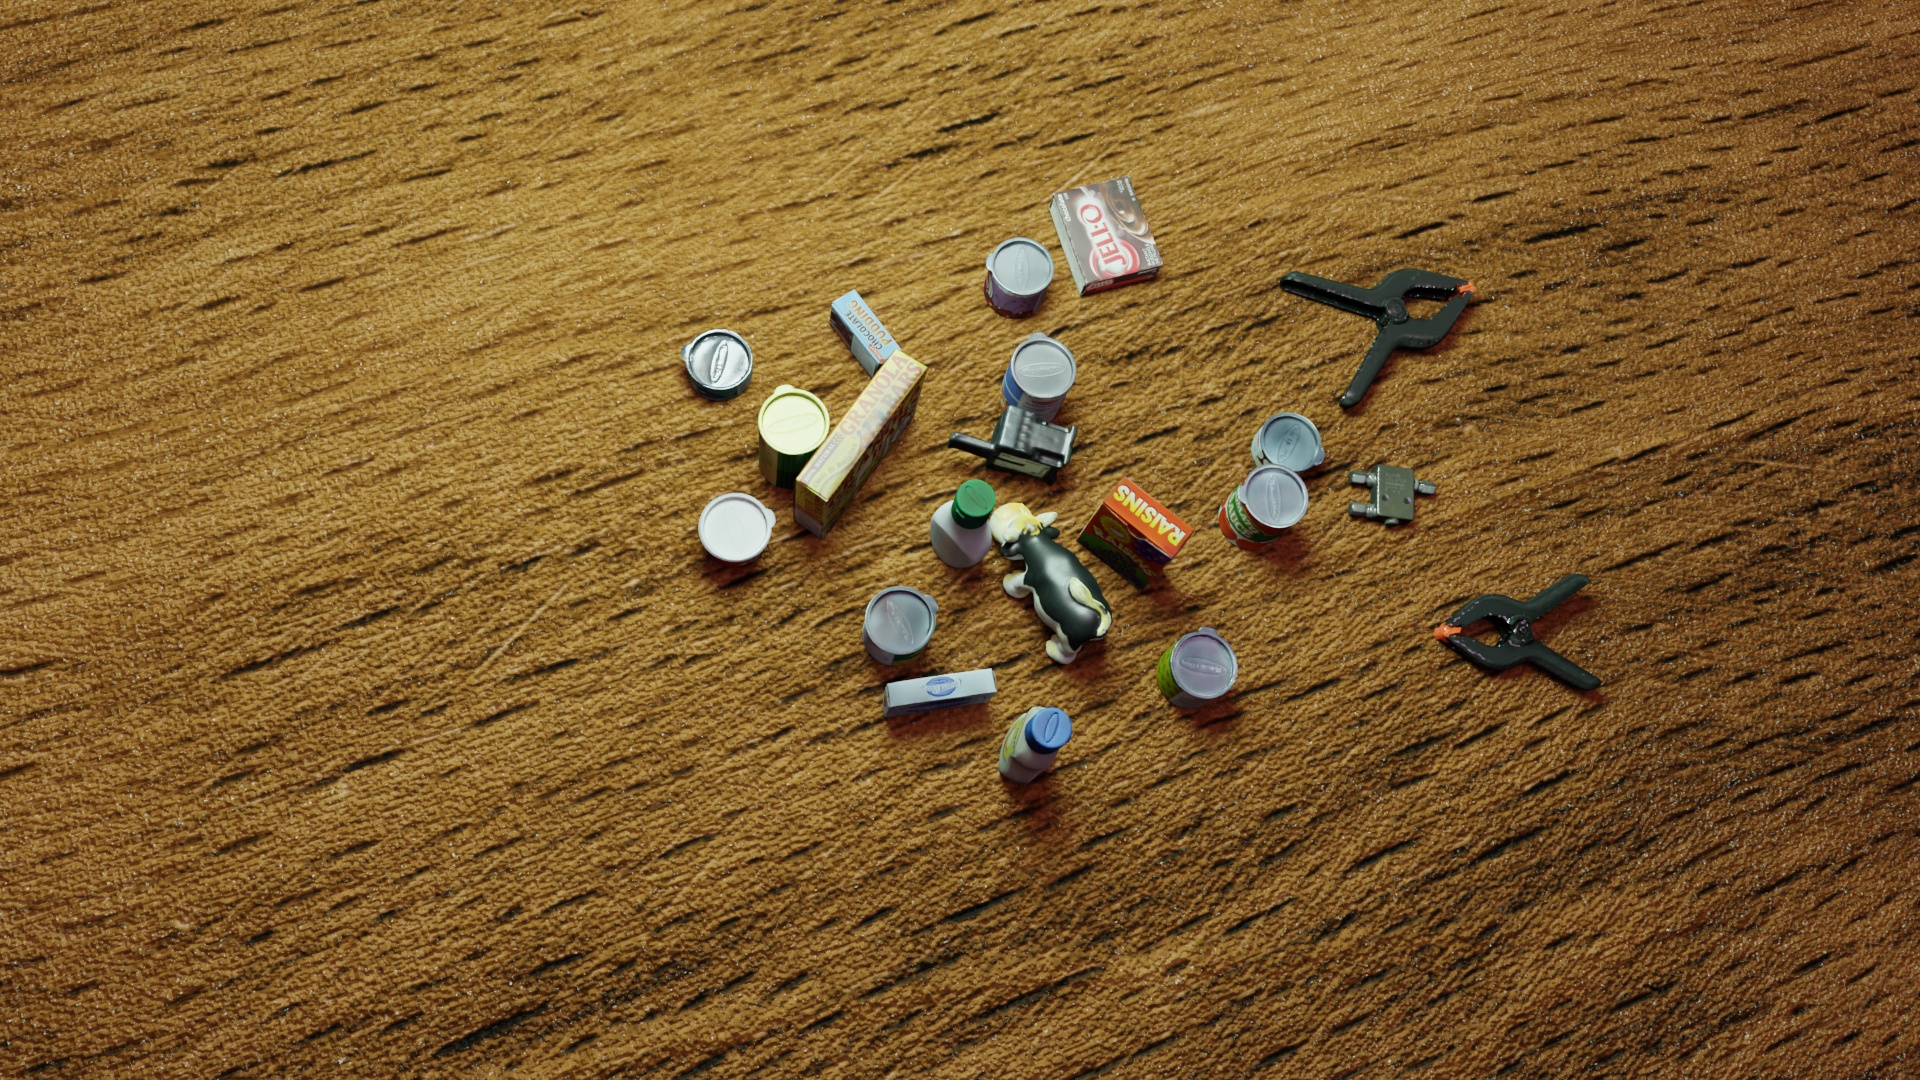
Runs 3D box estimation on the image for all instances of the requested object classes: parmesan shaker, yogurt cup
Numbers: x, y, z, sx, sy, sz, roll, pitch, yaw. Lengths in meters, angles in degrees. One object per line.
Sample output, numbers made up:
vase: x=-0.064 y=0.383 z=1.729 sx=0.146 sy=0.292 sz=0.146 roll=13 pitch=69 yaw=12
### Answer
parmesan shaker: x=-0.163 y=-0.099 z=1.342 sx=0.071 sy=0.102 sz=0.071 roll=2 pitch=73 yaw=-7
yogurt cup: x=-0.215 y=-0.006 z=1.331 sx=0.072 sy=0.053 sz=0.072 roll=2 pitch=73 yaw=-7

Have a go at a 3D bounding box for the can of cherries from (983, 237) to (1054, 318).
can of cherries: x=0.058 y=-0.275 z=1.453 sx=0.071 sy=0.058 sz=0.071 roll=2 pitch=73 yaw=-7

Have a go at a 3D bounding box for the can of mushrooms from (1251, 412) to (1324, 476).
can of mushrooms: x=0.342 y=-0.096 z=1.450 sx=0.071 sy=0.033 sz=0.071 roll=2 pitch=72 yaw=-7

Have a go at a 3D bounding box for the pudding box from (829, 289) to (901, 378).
pudding box: x=-0.098 y=-0.208 z=1.414 sx=0.030 sy=0.049 sz=0.084 roll=-35 pitch=81 yaw=-16

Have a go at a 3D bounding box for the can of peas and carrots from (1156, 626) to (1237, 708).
can of peas and carrots: x=0.229 y=0.124 z=1.351 sx=0.071 sy=0.058 sz=0.071 roll=2 pitch=73 yaw=-7

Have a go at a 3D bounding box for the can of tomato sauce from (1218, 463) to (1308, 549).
can of tomato sauce: x=0.301 y=-0.032 z=1.398 sx=0.071 sy=0.083 sz=0.071 roll=2 pitch=73 yaw=-7

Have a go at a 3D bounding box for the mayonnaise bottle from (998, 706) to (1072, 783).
mayonnaise bottle: x=0.069 y=0.181 z=1.263 sx=0.041 sy=0.147 sz=0.065 roll=21 pitch=71 yaw=-1

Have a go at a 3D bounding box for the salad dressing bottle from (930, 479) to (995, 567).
salad dressing bottle: x=0.005 y=-0.017 z=1.316 sx=0.044 sy=0.147 sz=0.064 roll=-41 pitch=82 yaw=-17

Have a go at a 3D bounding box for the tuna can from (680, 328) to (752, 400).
tuna can: x=-0.244 y=-0.176 z=1.392 sx=0.071 sy=0.032 sz=0.071 roll=2 pitch=72 yaw=-7

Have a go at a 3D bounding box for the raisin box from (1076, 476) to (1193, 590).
raisin box: x=0.167 y=-0.005 z=1.349 sx=0.086 sy=0.123 sz=0.040 roll=39 pitch=72 yaw=5

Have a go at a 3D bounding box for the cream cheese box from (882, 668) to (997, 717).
cream cheese box: x=-0.021 y=0.144 z=1.312 sx=0.104 sy=0.053 sz=0.024 roll=-7 pitch=74 yaw=-10

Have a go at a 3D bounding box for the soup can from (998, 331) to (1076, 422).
soup can: x=0.076 y=-0.161 z=1.406 sx=0.071 sy=0.083 sz=0.071 roll=2 pitch=73 yaw=-7

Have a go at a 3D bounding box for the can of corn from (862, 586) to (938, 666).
can of corn: x=-0.057 y=0.081 z=1.324 sx=0.071 sy=0.058 sz=0.071 roll=2 pitch=73 yaw=-7

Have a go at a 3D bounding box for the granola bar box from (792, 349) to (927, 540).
granola bar box: x=-0.099 y=-0.092 z=1.338 sx=0.039 sy=0.124 sz=0.166 roll=34 pitch=71 yaw=3
